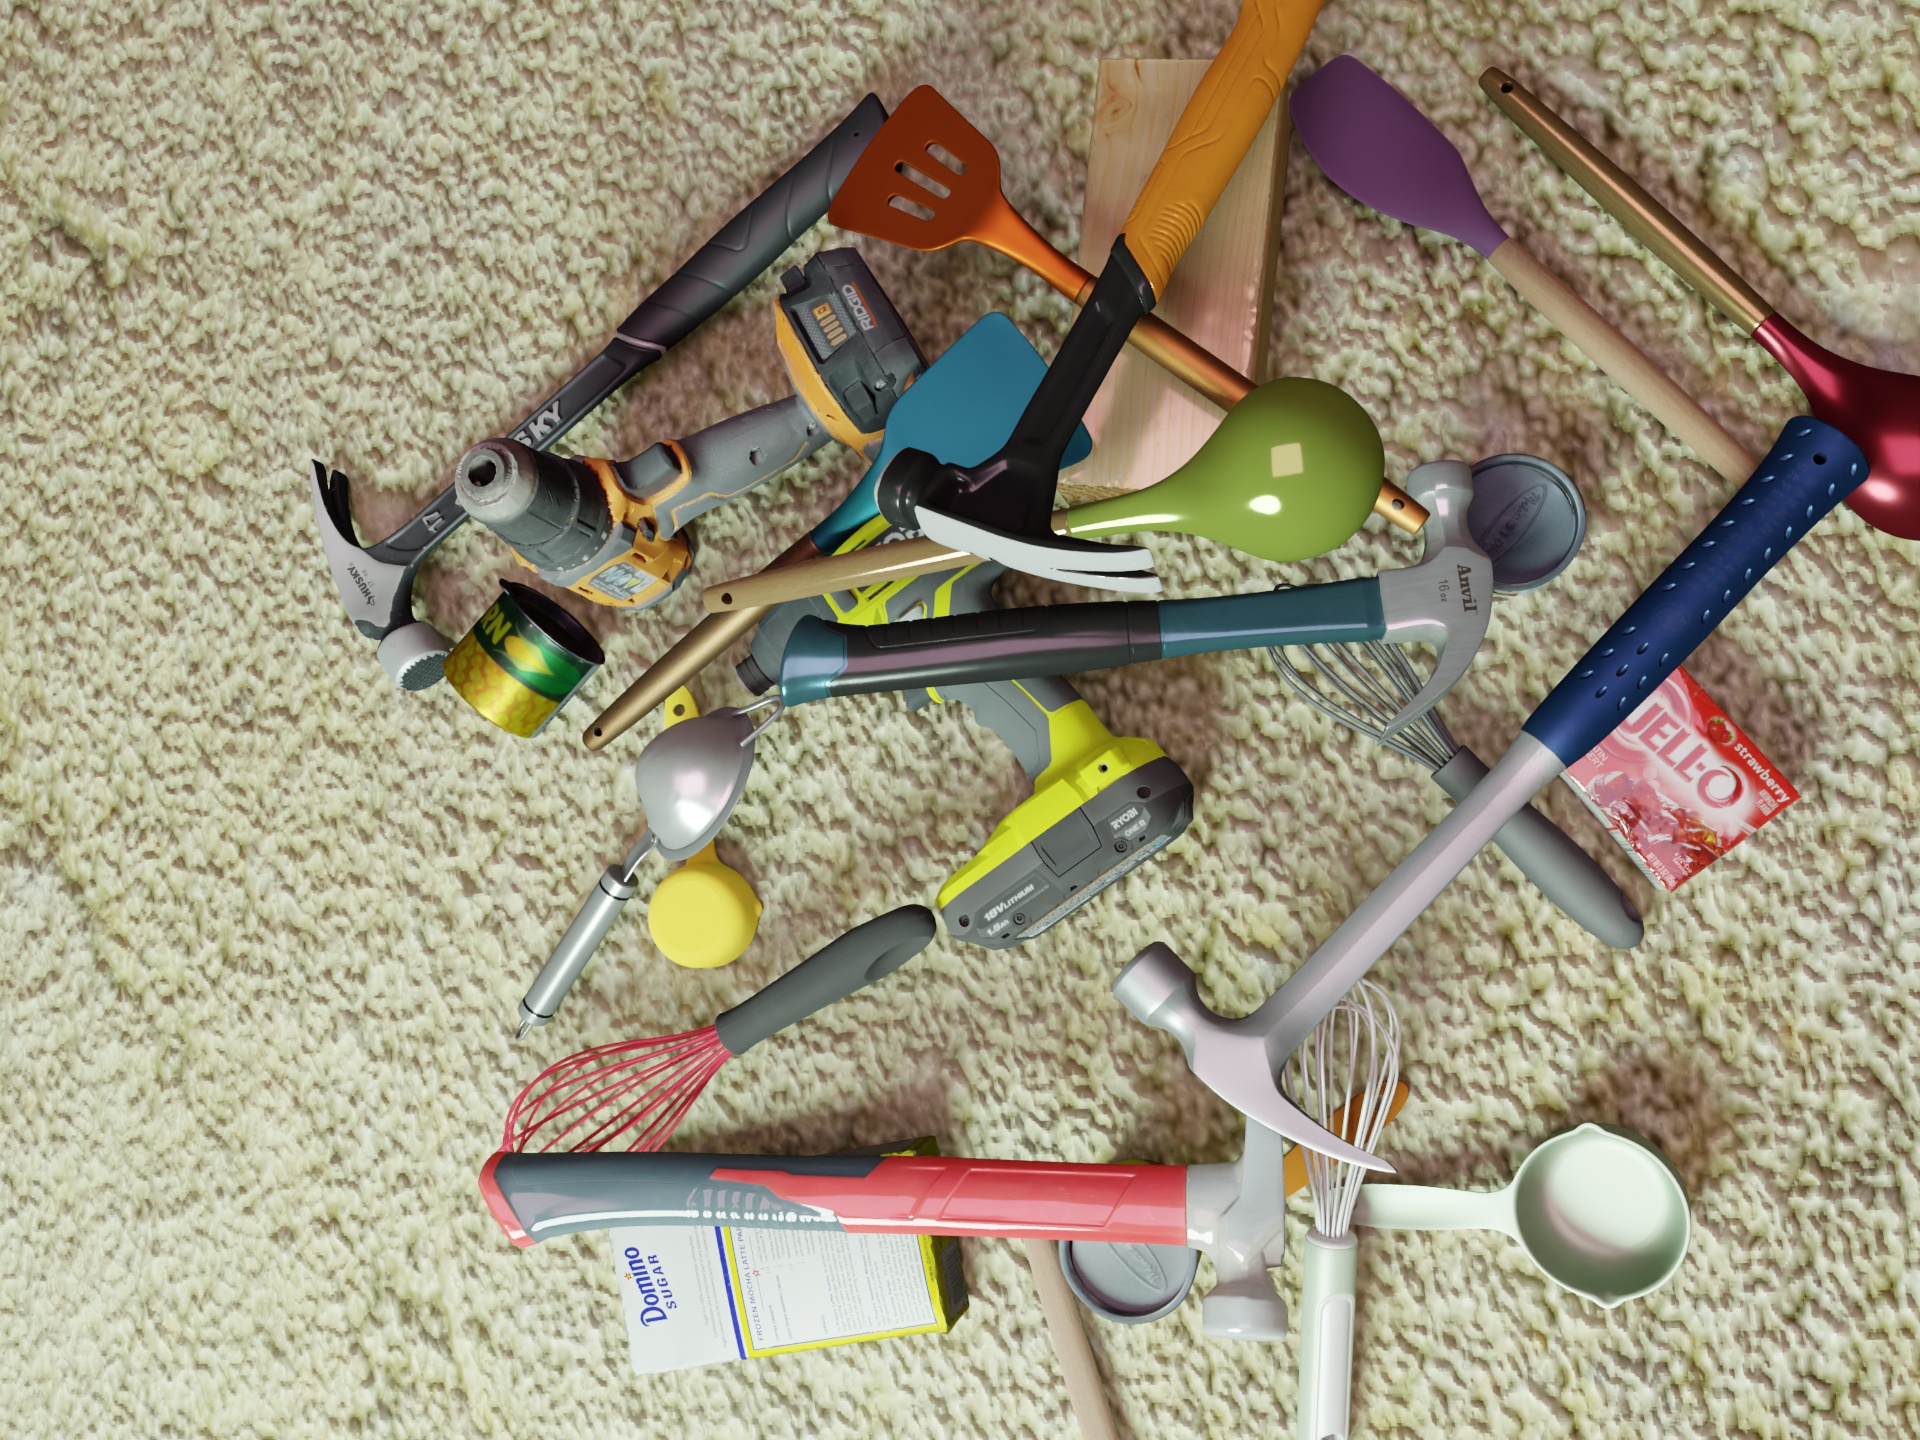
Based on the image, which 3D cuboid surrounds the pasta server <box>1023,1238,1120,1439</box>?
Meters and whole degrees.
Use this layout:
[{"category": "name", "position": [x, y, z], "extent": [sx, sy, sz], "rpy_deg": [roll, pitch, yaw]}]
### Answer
[{"category": "pasta server", "position": [0.077, 0.389, 0.782], "extent": [0.060, 0.040, 0.316], "rpy_deg": [-21, 81, 22]}]

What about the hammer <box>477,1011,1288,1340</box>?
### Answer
[{"category": "hammer", "position": [-0.042, 0.210, 0.758], "extent": [0.386, 0.038, 0.143], "rpy_deg": [-1, 66, 11]}]

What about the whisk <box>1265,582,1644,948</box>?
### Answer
[{"category": "whisk", "position": [0.235, 0.021, 0.763], "extent": [0.239, 0.055, 0.055], "rpy_deg": [45, 97, 8]}]

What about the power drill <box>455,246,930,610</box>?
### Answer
[{"category": "power drill", "position": [-0.127, -0.140, 0.790], "extent": [0.226, 0.185, 0.084], "rpy_deg": [-30, 78, 7]}]

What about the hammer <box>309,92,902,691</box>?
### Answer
[{"category": "hammer", "position": [-0.194, -0.199, 0.881], "extent": [0.409, 0.036, 0.149], "rpy_deg": [-40, 72, 7]}]

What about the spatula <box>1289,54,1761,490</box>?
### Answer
[{"category": "spatula", "position": [0.280, -0.212, 0.778], "extent": [0.060, 0.018, 0.316], "rpy_deg": [-41, 78, -7]}]

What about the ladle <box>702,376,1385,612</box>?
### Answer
[{"category": "ladle", "position": [0.029, -0.087, 0.720], "extent": [0.320, 0.062, 0.078], "rpy_deg": [-10, 107, 21]}]

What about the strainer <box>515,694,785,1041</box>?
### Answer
[{"category": "strainer", "position": [-0.178, 0.080, 0.839], "extent": [0.258, 0.050, 0.087], "rpy_deg": [-54, 35, 21]}]

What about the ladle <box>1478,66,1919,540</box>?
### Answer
[{"category": "ladle", "position": [0.363, -0.207, 0.756], "extent": [0.069, 0.031, 0.315], "rpy_deg": [-44, 77, 10]}]

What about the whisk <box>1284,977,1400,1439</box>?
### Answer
[{"category": "whisk", "position": [0.177, 0.238, 0.756], "extent": [0.057, 0.059, 0.246], "rpy_deg": [0, 95, -13]}]

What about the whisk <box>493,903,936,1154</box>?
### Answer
[{"category": "whisk", "position": [-0.131, 0.168, 0.812], "extent": [0.296, 0.073, 0.073], "rpy_deg": [-33, 80, 20]}]

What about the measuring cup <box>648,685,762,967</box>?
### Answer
[{"category": "measuring cup", "position": [-0.147, 0.056, 0.859], "extent": [0.062, 0.029, 0.156], "rpy_deg": [-9, 86, 13]}]

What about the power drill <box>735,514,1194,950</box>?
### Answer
[{"category": "power drill", "position": [-0.001, -0.003, 0.807], "extent": [0.171, 0.080, 0.223], "rpy_deg": [-37, 76, 9]}]

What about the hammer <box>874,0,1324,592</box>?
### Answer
[{"category": "hammer", "position": [0.092, -0.210, 0.687], "extent": [0.127, 0.034, 0.337], "rpy_deg": [21, 74, 26]}]

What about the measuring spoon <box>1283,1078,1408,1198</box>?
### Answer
[{"category": "measuring spoon", "position": [0.173, 0.215, 0.782], "extent": [0.117, 0.011, 0.021], "rpy_deg": [-41, 79, 8]}]

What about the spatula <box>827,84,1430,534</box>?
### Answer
[{"category": "spatula", "position": [0.078, -0.183, 0.732], "extent": [0.322, 0.041, 0.081], "rpy_deg": [37, 95, 8]}]

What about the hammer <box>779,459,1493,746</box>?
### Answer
[{"category": "hammer", "position": [0.079, -0.042, 0.742], "extent": [0.331, 0.033, 0.128], "rpy_deg": [-5, 74, 5]}]

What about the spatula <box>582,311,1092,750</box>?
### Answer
[{"category": "spatula", "position": [-0.080, -0.073, 0.790], "extent": [0.317, 0.044, 0.082], "rpy_deg": [-36, 87, 26]}]

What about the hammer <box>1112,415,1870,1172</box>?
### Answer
[{"category": "hammer", "position": [0.258, 0.025, 0.713], "extent": [0.405, 0.035, 0.144], "rpy_deg": [-46, 71, -2]}]

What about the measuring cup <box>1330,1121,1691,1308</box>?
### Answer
[{"category": "measuring cup", "position": [0.257, 0.228, 0.755], "extent": [0.167, 0.038, 0.083], "rpy_deg": [-7, 85, 30]}]
